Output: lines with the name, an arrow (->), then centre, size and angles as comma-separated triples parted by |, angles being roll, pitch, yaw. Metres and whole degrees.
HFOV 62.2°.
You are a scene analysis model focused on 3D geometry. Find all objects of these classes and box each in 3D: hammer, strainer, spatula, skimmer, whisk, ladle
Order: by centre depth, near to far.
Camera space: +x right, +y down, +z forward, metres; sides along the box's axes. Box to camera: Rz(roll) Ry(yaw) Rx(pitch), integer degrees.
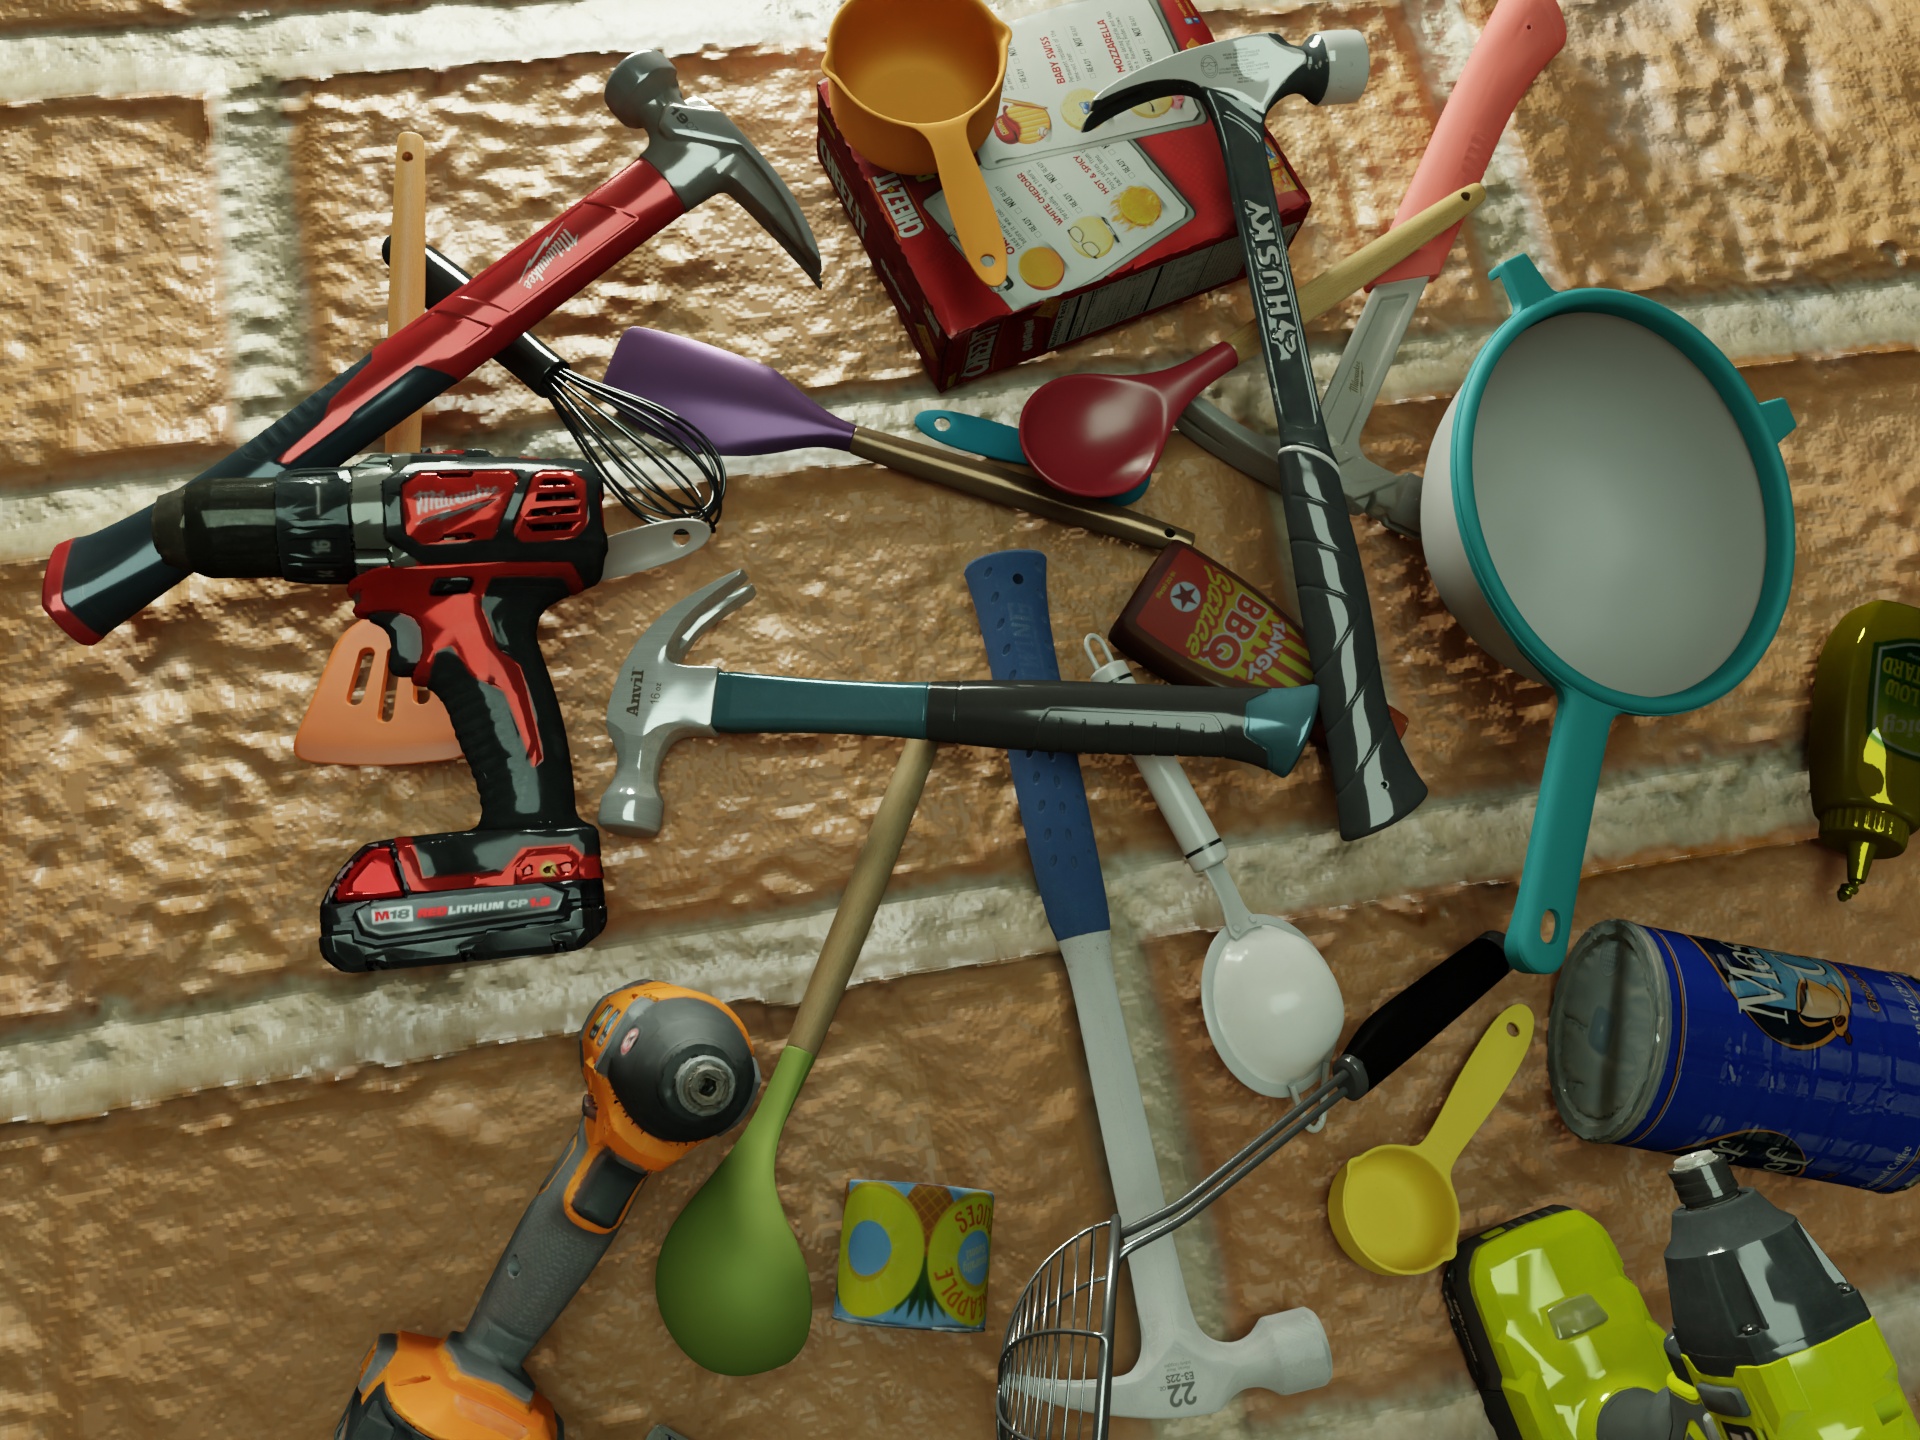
skimmer -> 0.148, 0.198, 0.664 | 0.363, 0.127, 0.090 | -28, 44, -32
ladle -> -0.056, 0.132, 0.726 | 0.078, 0.062, 0.320 | -2, 56, 39
hammer -> -0.001, -0.002, 0.743 | 0.331, 0.033, 0.128 | 2, 74, 7
hammer -> 0.054, 0.113, 0.745 | 0.144, 0.035, 0.406 | -9, 74, -9
hammer -> -0.247, -0.155, 0.746 | 0.386, 0.038, 0.143 | -41, 84, -11
strainer -> 0.121, 0.071, 0.751 | 0.087, 0.050, 0.258 | -20, 78, -38
spatula -> -0.272, -0.136, 0.770 | 0.081, 0.041, 0.323 | -1, 82, -6
hammer -> 0.162, -0.145, 0.776 | 0.149, 0.036, 0.409 | -8, 81, -9
strainer -> 0.289, -0.041, 0.786 | 0.211, 0.095, 0.340 | 21, 76, -19
whisk -> -0.207, -0.173, 0.798 | 0.239, 0.055, 0.055 | 40, 73, 11
spatula -> -0.032, -0.136, 0.821 | 0.316, 0.018, 0.060 | 17, 75, 0
ladle -> 0.158, -0.204, 0.824 | 0.315, 0.031, 0.069 | -34, 83, -16
hammer -> 0.250, -0.277, 0.888 | 0.149, 0.036, 0.359 | 26, 72, 2

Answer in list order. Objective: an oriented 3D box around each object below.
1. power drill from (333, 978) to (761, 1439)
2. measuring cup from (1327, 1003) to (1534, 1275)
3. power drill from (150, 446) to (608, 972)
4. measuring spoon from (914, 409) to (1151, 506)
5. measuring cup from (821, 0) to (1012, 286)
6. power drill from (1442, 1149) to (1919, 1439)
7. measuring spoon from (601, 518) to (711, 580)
power drill -> -0.155, 0.209, 0.625 | 0.084, 0.164, 0.226 | 32, 74, -13
measuring cup -> 0.227, 0.194, 0.751 | 0.062, 0.029, 0.156 | 41, 61, 7
power drill -> -0.245, -0.007, 0.692 | 0.188, 0.080, 0.227 | -3, 84, -16
measuring spoon -> 0.039, -0.145, 0.829 | 0.128, 0.021, 0.042 | 14, 72, -3
measuring cup -> -0.010, -0.276, 0.778 | 0.095, 0.052, 0.174 | -15, 77, -9
power drill -> 0.282, 0.258, 0.627 | 0.080, 0.223, 0.171 | -17, 76, -12
measuring spoon -> -0.180, -0.077, 0.774 | 0.124, 0.018, 0.034 | -15, 105, 3
